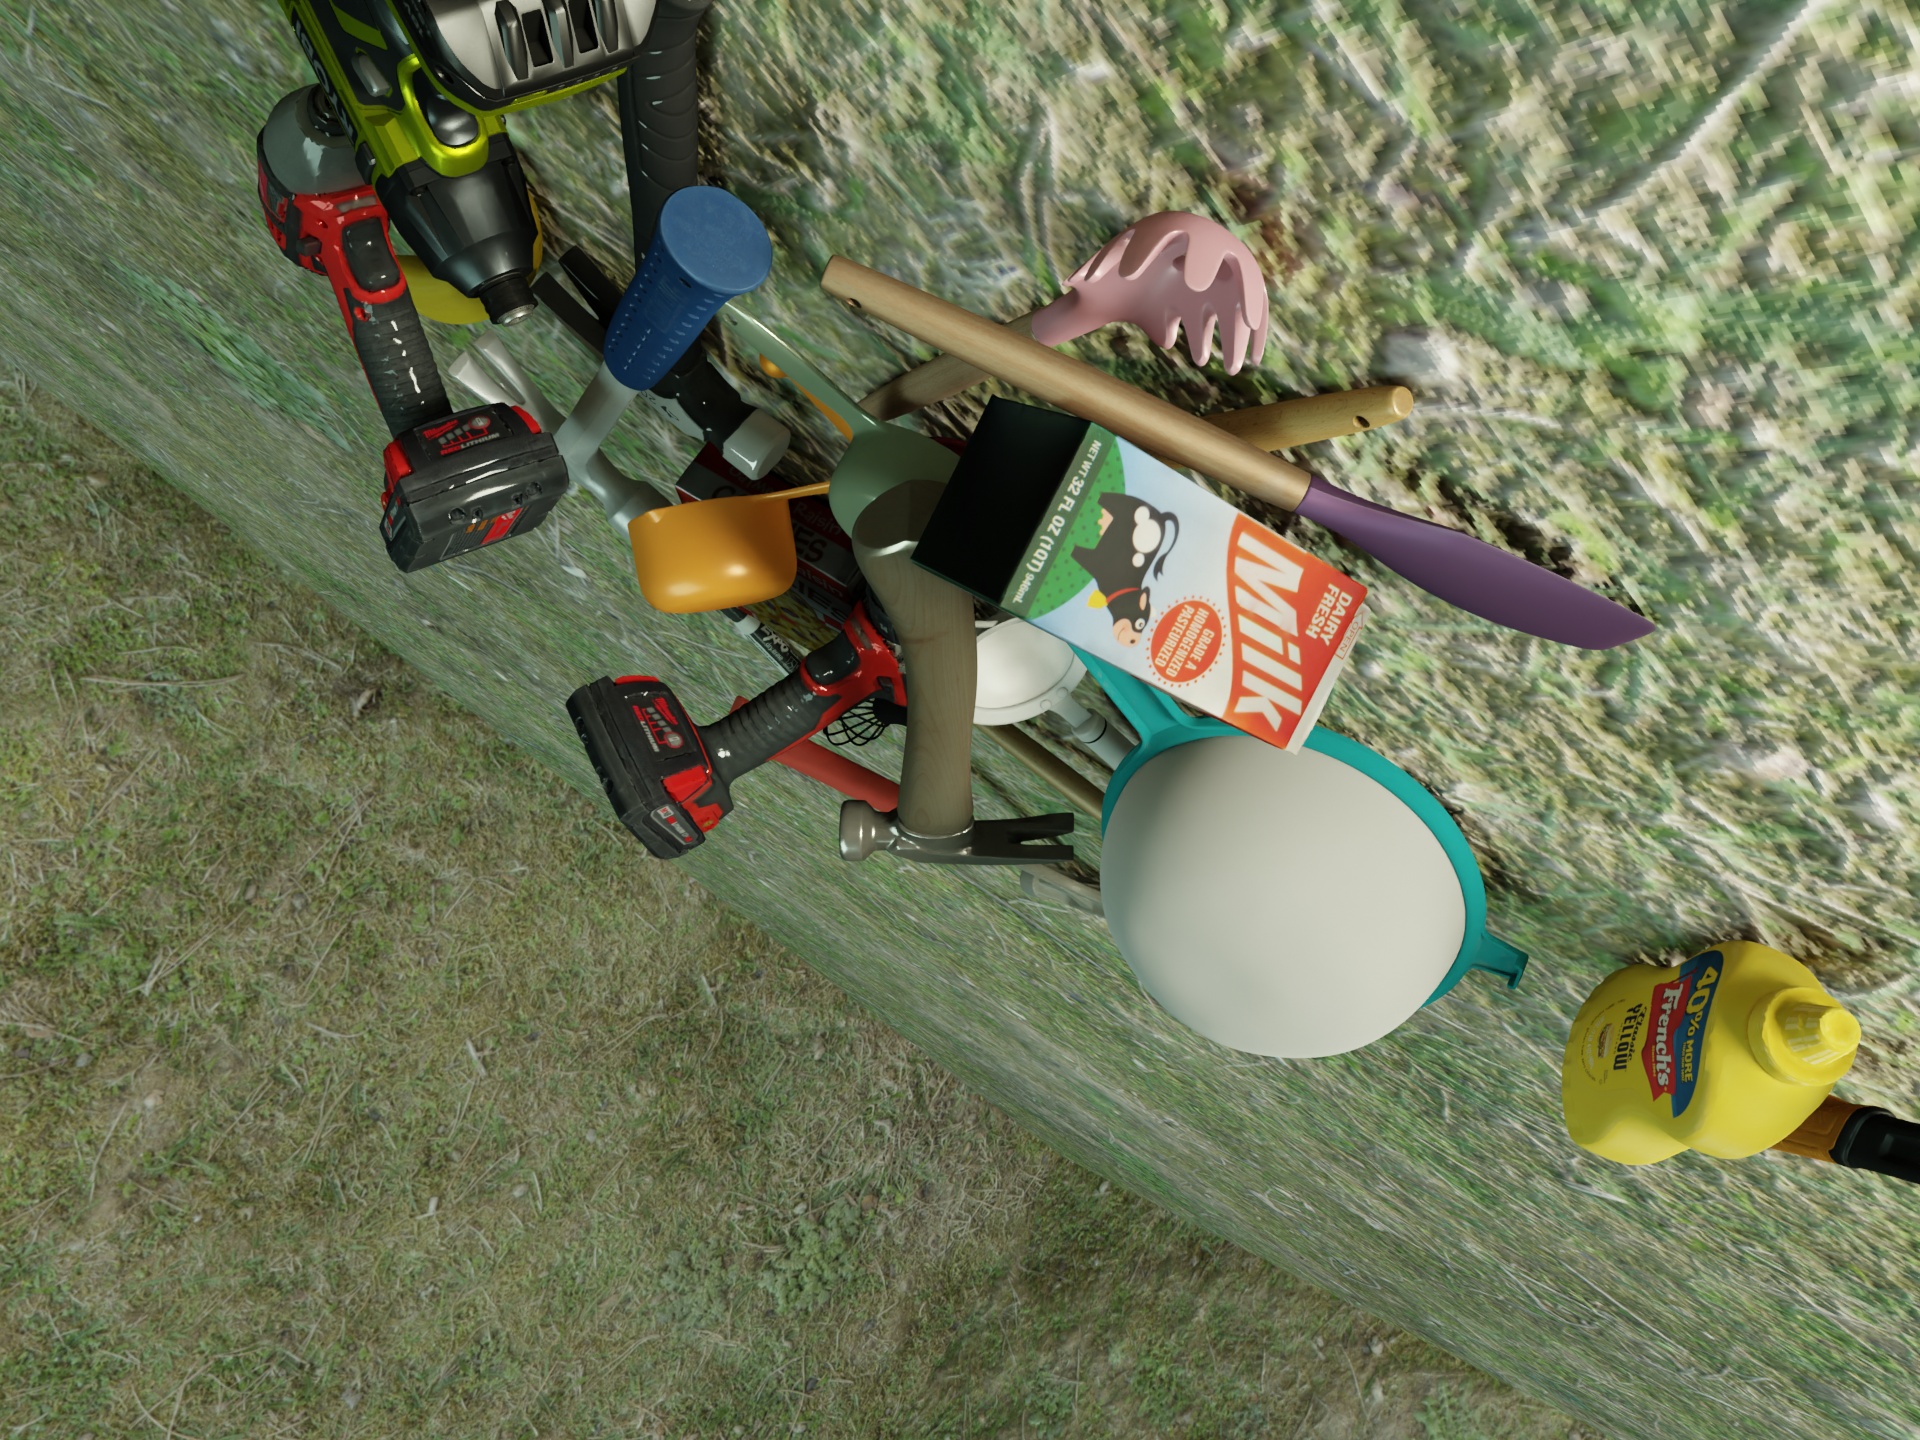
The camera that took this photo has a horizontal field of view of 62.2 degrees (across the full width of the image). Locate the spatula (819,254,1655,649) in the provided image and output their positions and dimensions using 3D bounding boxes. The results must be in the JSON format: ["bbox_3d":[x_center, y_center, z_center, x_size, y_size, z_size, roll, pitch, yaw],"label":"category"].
[{"bbox_3d":[0.097,-0.091,0.563,0.316,0.018,0.060,24,167,-6],"label":"spatula"}]

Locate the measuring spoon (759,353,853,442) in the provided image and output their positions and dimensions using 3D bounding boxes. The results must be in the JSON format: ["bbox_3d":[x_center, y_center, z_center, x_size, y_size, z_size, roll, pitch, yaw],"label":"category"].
[{"bbox_3d":[-0.059,-0.145,0.802,0.116,0.011,0.021,42,162,-27],"label":"measuring spoon"}]

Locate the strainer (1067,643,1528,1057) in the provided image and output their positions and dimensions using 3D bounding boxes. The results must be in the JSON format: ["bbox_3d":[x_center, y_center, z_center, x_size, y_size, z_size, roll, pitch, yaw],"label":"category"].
[{"bbox_3d":[0.115,0.058,0.807,0.211,0.095,0.340,-24,111,45],"label":"strainer"}]

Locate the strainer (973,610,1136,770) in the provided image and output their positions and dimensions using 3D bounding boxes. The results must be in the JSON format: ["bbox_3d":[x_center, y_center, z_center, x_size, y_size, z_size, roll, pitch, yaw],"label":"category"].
[{"bbox_3d":[0.068,-0.002,0.915,0.258,0.087,0.050,39,-157,-41],"label":"strainer"}]

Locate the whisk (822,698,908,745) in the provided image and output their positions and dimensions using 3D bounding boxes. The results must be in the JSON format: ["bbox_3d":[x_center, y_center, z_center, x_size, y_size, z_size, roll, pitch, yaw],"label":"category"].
[{"bbox_3d":[-0.052,-0.006,1.104,0.055,0.055,0.239,39,167,-17],"label":"whisk"}]

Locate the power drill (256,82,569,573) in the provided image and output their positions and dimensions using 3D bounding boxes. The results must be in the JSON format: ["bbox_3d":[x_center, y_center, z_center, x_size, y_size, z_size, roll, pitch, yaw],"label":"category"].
[{"bbox_3d":[-0.275,-0.193,0.773,0.143,0.078,0.219,-15,98,65],"label":"power drill"}]

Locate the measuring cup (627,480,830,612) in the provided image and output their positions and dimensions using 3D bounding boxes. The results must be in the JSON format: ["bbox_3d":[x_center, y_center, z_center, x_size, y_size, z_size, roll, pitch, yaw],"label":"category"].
[{"bbox_3d":[-0.096,-0.092,0.837,0.173,0.052,0.095,-8,-179,31],"label":"measuring cup"}]

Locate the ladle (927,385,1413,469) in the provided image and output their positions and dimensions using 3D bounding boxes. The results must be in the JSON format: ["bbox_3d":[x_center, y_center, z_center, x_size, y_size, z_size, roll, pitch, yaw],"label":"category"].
[{"bbox_3d":[0.061,-0.108,0.653,0.069,0.031,0.315,39,162,-27],"label":"ladle"}]

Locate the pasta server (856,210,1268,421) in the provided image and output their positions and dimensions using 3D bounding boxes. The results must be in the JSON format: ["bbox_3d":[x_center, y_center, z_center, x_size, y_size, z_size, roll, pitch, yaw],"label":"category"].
[{"bbox_3d":[0.018,-0.141,0.620,0.060,0.040,0.316,26,169,-23],"label":"pasta server"}]

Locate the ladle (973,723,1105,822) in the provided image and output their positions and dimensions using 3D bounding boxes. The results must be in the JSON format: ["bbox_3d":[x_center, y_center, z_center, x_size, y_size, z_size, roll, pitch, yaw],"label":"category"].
[{"bbox_3d":[0.114,0.058,1.027,0.320,0.062,0.078,37,174,13],"label":"ladle"}]

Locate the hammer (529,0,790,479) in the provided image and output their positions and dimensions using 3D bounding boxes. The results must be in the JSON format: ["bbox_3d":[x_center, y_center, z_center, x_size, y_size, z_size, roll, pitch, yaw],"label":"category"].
[{"bbox_3d":[-0.130,-0.219,0.670,0.146,0.035,0.334,39,162,3],"label":"hammer"}]

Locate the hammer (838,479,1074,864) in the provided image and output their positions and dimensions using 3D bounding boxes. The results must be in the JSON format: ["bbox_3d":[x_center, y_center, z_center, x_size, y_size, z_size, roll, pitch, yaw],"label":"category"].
[{"bbox_3d":[-0.001,-0.003,0.817,0.146,0.038,0.410,1,157,0],"label":"hammer"}]

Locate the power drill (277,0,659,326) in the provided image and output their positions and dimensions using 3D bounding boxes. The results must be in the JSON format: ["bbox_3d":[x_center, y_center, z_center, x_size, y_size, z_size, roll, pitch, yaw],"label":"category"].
[{"bbox_3d":[-0.181,-0.244,0.559,0.171,0.080,0.223,65,157,-8],"label":"power drill"}]

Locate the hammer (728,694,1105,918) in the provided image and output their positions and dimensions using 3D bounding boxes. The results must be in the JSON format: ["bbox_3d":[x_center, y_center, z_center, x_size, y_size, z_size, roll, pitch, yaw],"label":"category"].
[{"bbox_3d":[-0.021,0.072,1.192,0.358,0.037,0.149,28,170,-31],"label":"hammer"}]

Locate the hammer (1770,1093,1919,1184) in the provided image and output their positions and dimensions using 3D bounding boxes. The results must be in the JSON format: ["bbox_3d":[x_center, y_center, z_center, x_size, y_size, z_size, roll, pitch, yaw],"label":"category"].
[{"bbox_3d":[0.404,0.182,0.737,0.034,0.127,0.337,4,173,0],"label":"hammer"}]

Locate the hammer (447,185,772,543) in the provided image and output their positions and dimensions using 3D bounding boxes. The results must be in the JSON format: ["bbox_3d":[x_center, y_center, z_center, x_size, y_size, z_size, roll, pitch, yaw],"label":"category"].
[{"bbox_3d":[-0.162,-0.165,0.741,0.144,0.035,0.405,43,164,-14],"label":"hammer"}]

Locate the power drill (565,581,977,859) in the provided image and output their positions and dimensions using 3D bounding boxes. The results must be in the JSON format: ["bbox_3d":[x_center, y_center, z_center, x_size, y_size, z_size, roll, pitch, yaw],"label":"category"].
[{"bbox_3d":[-0.094,-0.023,0.873,0.080,0.226,0.187,61,173,17],"label":"power drill"}]

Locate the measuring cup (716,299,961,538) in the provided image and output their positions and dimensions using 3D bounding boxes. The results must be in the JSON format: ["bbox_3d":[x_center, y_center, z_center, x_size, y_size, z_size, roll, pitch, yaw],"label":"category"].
[{"bbox_3d":[-0.055,-0.120,0.697,0.167,0.038,0.083,38,160,-29],"label":"measuring cup"}]
